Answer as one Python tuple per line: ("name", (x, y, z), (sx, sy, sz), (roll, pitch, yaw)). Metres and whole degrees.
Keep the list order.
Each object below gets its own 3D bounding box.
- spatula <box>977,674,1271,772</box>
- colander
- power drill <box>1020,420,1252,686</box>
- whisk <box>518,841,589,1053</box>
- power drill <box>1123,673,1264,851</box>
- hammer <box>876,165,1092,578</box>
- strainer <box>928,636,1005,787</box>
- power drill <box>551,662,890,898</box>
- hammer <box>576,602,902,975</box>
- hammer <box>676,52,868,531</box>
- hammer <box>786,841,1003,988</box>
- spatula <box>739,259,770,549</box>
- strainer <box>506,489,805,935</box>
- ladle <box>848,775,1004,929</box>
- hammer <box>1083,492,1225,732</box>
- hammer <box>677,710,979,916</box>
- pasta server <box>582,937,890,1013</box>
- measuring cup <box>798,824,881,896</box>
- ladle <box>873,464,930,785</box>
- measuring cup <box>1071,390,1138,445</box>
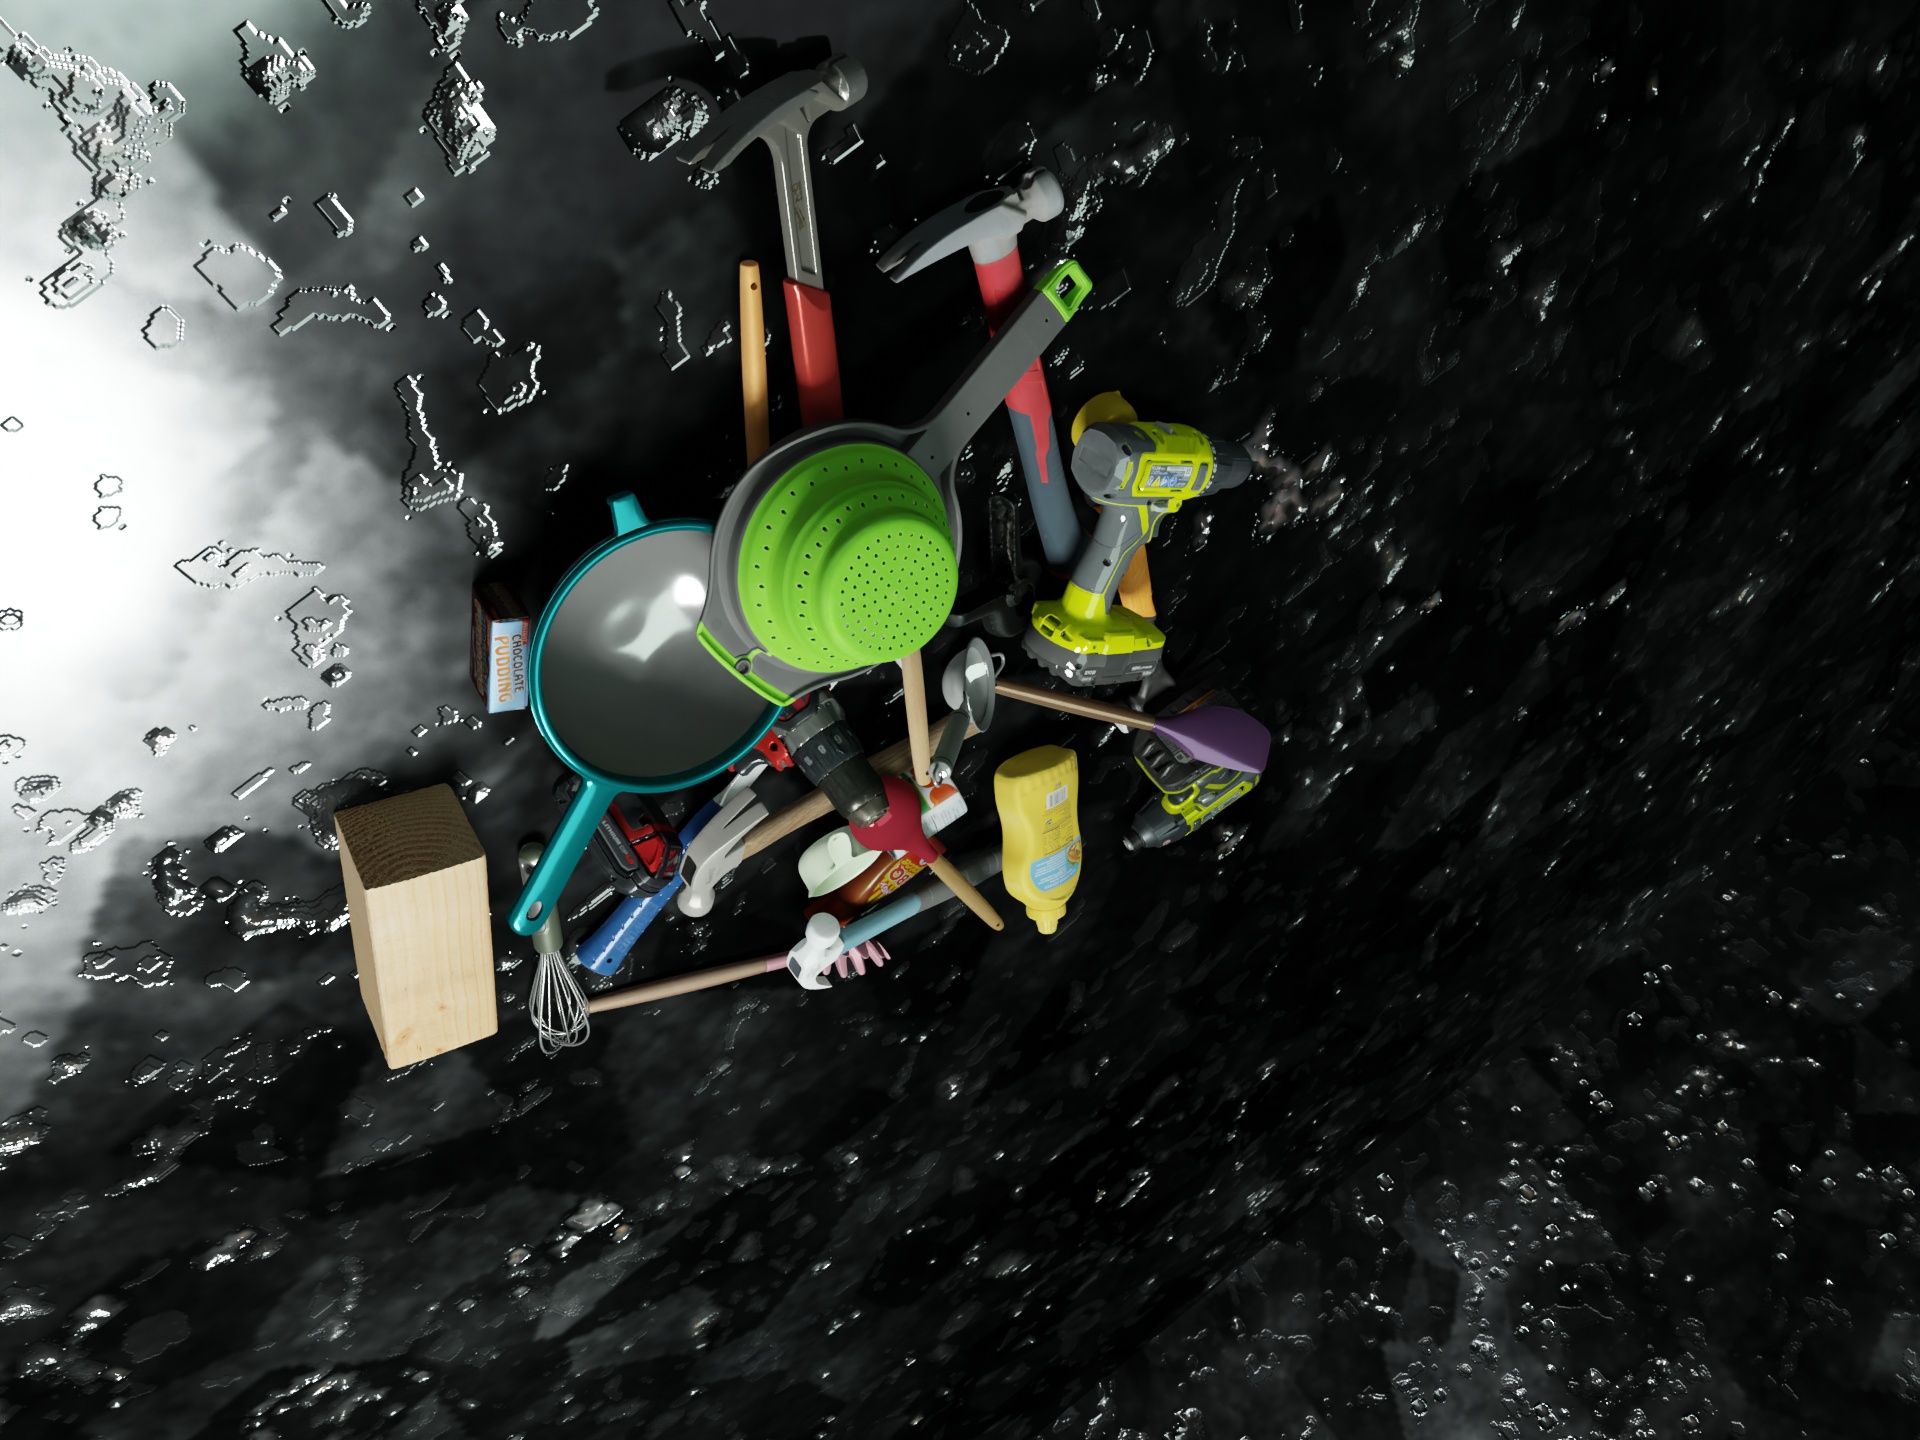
("spatula", (0.163, -0.005, 1.537), (0.315, 0.018, 0.060), (12, 86, -19))
("colander", (-0.018, -0.170, 1.148), (0.397, 0.095, 0.204), (-51, 130, -3))
("power drill", (0.156, -0.150, 1.384), (0.190, 0.080, 0.228), (-6, 125, -42))
("whisk", (-0.356, 0.200, 1.376), (0.059, 0.058, 0.246), (-53, 154, -47))
("power drill", (0.246, 0.056, 1.694), (0.171, 0.080, 0.223), (-34, 156, -10))
("hammer", (0.042, -0.246, 1.281), (0.143, 0.038, 0.385), (-31, 141, -10))
("strainer", (-0.002, -0.004, 1.378), (0.050, 0.259, 0.086), (-7, 113, 12))
("power drill", (-0.185, 0.051, 1.266), (0.226, 0.188, 0.080), (-36, 173, -1))
("hammer", (-0.195, 0.067, 1.388), (0.405, 0.035, 0.144), (-50, 141, 11))
("hammer", (-0.109, -0.266, 1.109), (0.149, 0.037, 0.358), (-46, 151, -31))
("hammer", (-0.036, 0.176, 1.578), (0.331, 0.033, 0.128), (-24, 156, -38))
("spatula", (-0.155, -0.189, 1.185), (0.081, 0.041, 0.322), (-19, 133, -25))
("strainer", (-0.261, -0.004, 1.186), (0.210, 0.095, 0.340), (24, 98, -40))
("ladle", (-0.019, 0.139, 1.505), (0.069, 0.031, 0.315), (-47, 144, -6))
("hammer", (0.175, -0.122, 1.518), (0.127, 0.034, 0.336), (-33, 142, -9))
("hammer", (-0.105, 0.060, 1.411), (0.331, 0.031, 0.130), (-29, 157, -33))
("pasta server", (-0.214, 0.251, 1.551), (0.316, 0.040, 0.060), (-9, 158, -33))
("measuring cup", (-0.117, 0.115, 1.456), (0.083, 0.038, 0.167), (-32, 164, -11))
("ladle", (-0.035, -0.070, 1.333), (0.078, 0.062, 0.319), (-35, 135, -35))
("measuring cup", (0.159, -0.240, 1.391), (0.156, 0.029, 0.062), (14, 117, -45))
